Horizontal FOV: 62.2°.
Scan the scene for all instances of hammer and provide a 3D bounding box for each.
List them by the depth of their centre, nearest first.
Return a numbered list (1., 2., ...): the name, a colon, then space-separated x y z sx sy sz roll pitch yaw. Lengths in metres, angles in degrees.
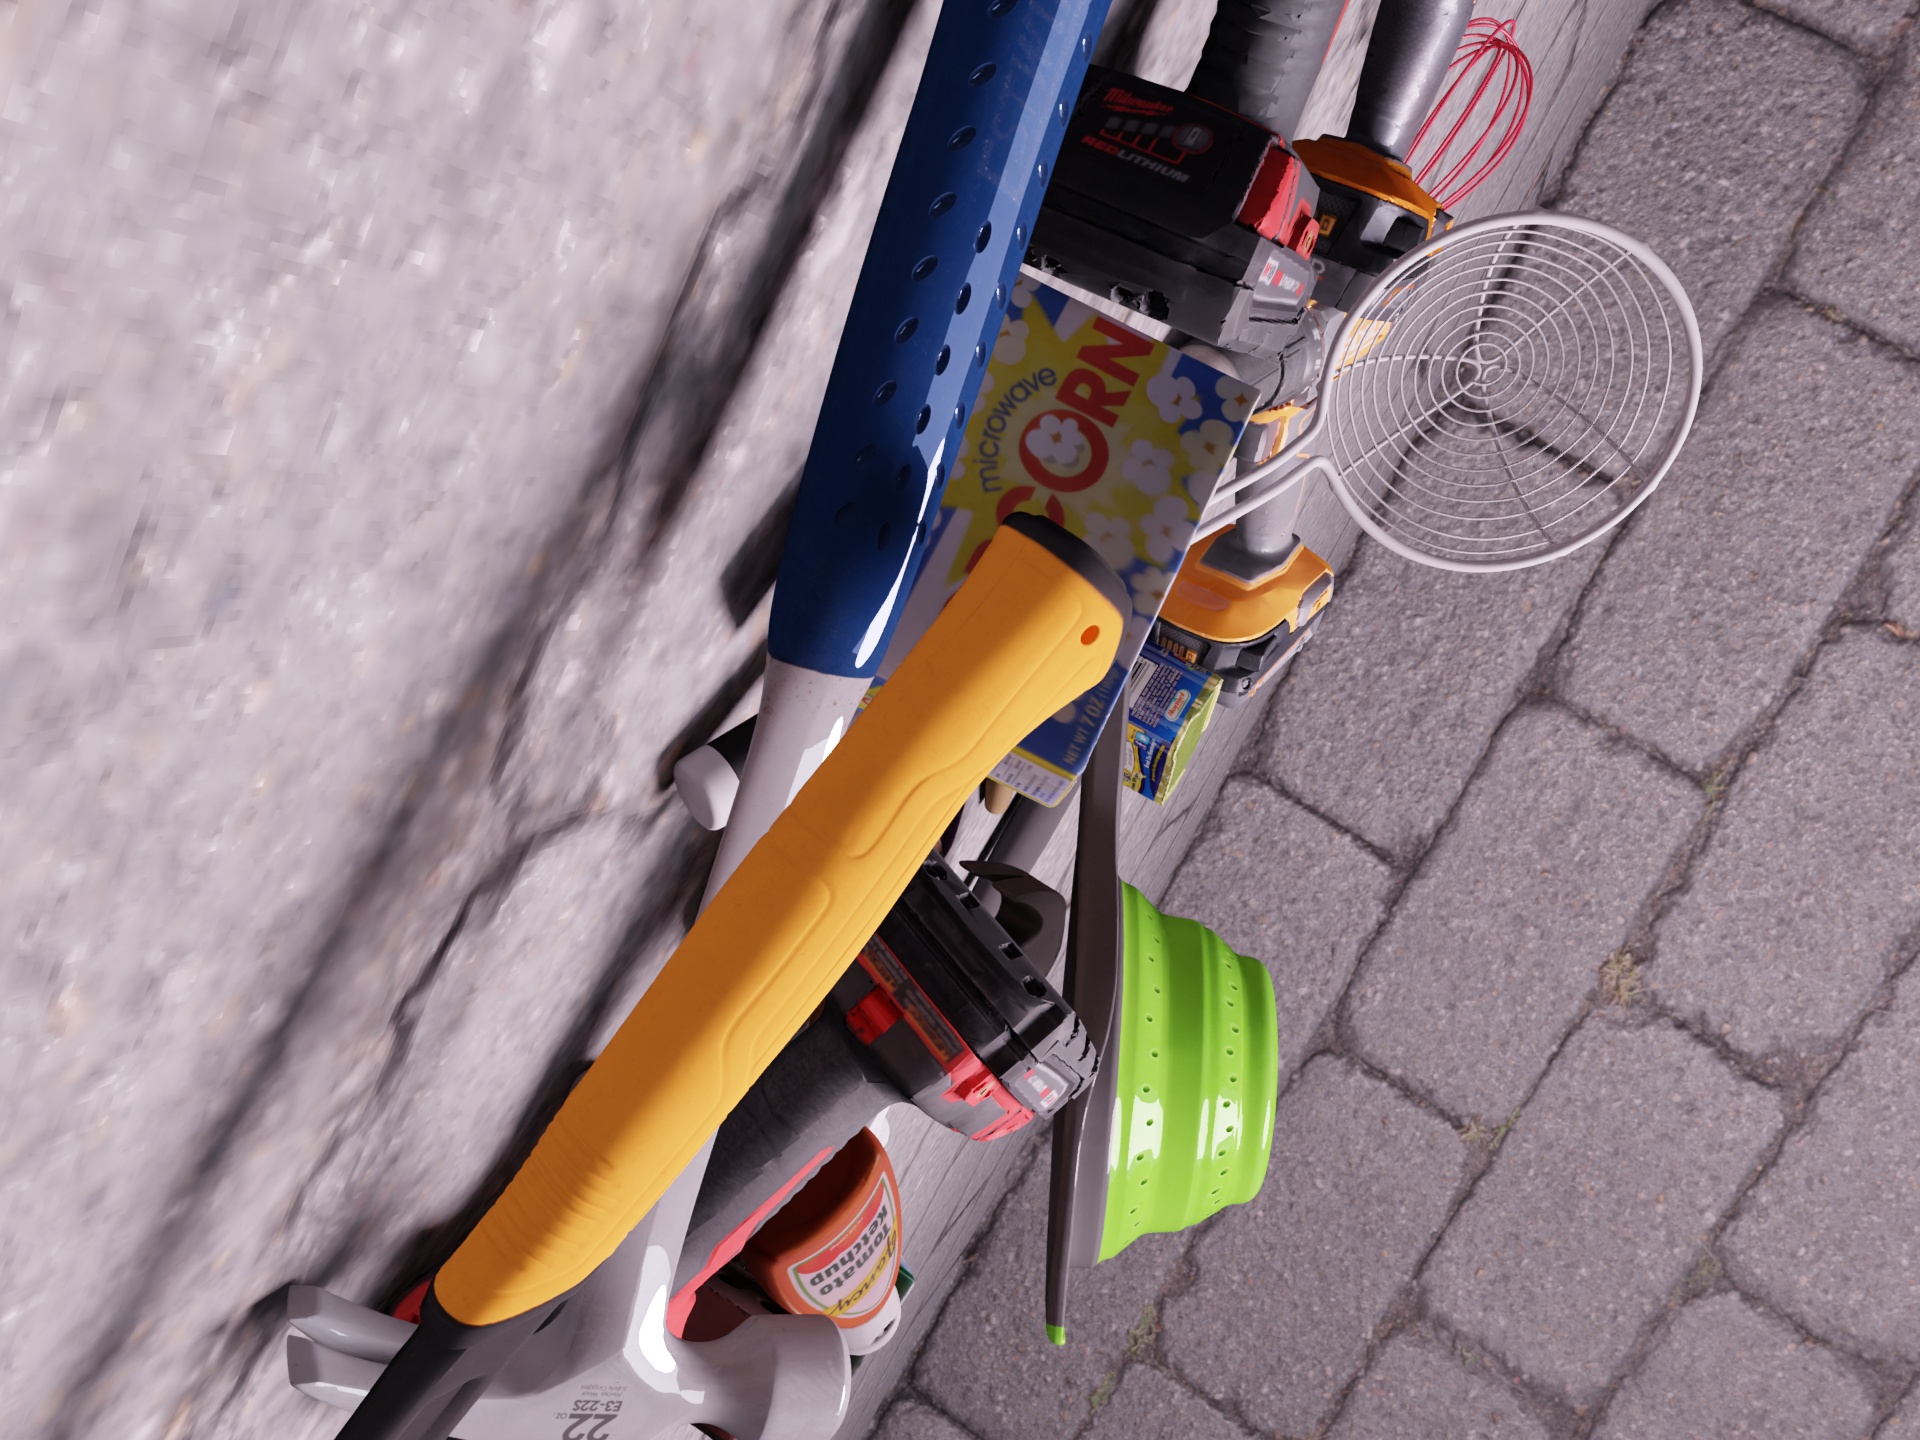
1. hammer: -0.081 0.093 0.324 0.337 0.034 0.127 -52 145 -2
2. hammer: -0.040 -0.004 0.362 0.035 0.144 0.405 41 -64 59
3. hammer: -0.059 0.165 0.661 0.331 0.031 0.130 -35 144 -41
4. hammer: 0.013 0.111 0.940 0.331 0.033 0.128 -59 168 -9

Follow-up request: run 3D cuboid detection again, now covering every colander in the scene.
1. colander: 0.099 0.080 0.735 0.204 0.094 0.397 24 70 -87

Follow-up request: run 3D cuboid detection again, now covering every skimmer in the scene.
1. skimmer: 0.085 -0.053 0.489 0.363 0.090 0.127 -30 122 -27

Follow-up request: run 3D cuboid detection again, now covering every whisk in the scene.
1. whisk: 0.222 -0.262 0.886 0.296 0.073 0.073 -55 168 3

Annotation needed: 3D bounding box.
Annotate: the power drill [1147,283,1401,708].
1. power drill: 0.144 -0.119 0.805 0.185 0.084 0.226 -38 146 -44

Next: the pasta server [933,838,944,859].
1. pasta server: -0.004 0.115 0.772 0.060 0.040 0.316 -48 154 -26

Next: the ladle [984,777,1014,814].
1. ladle: 0.041 -0.019 0.714 0.320 0.062 0.078 99 -12 -66

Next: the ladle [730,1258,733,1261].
1. ladle: -0.087 0.218 0.800 0.315 0.031 0.069 -53 161 -22

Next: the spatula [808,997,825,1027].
1. spatula: -0.023 0.043 0.628 0.081 0.041 0.322 -25 150 -35

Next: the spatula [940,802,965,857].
1. spatula: -0.001 -0.002 0.666 0.060 0.018 0.315 -50 165 -31

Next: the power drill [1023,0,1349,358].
1. power drill: 0.082 -0.214 0.398 0.226 0.080 0.188 -67 166 17

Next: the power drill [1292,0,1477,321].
1. power drill: 0.177 -0.277 0.620 0.164 0.084 0.226 -31 143 -65

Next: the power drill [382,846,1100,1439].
1. power drill: -0.065 0.146 0.504 0.219 0.079 0.143 -39 158 -6
